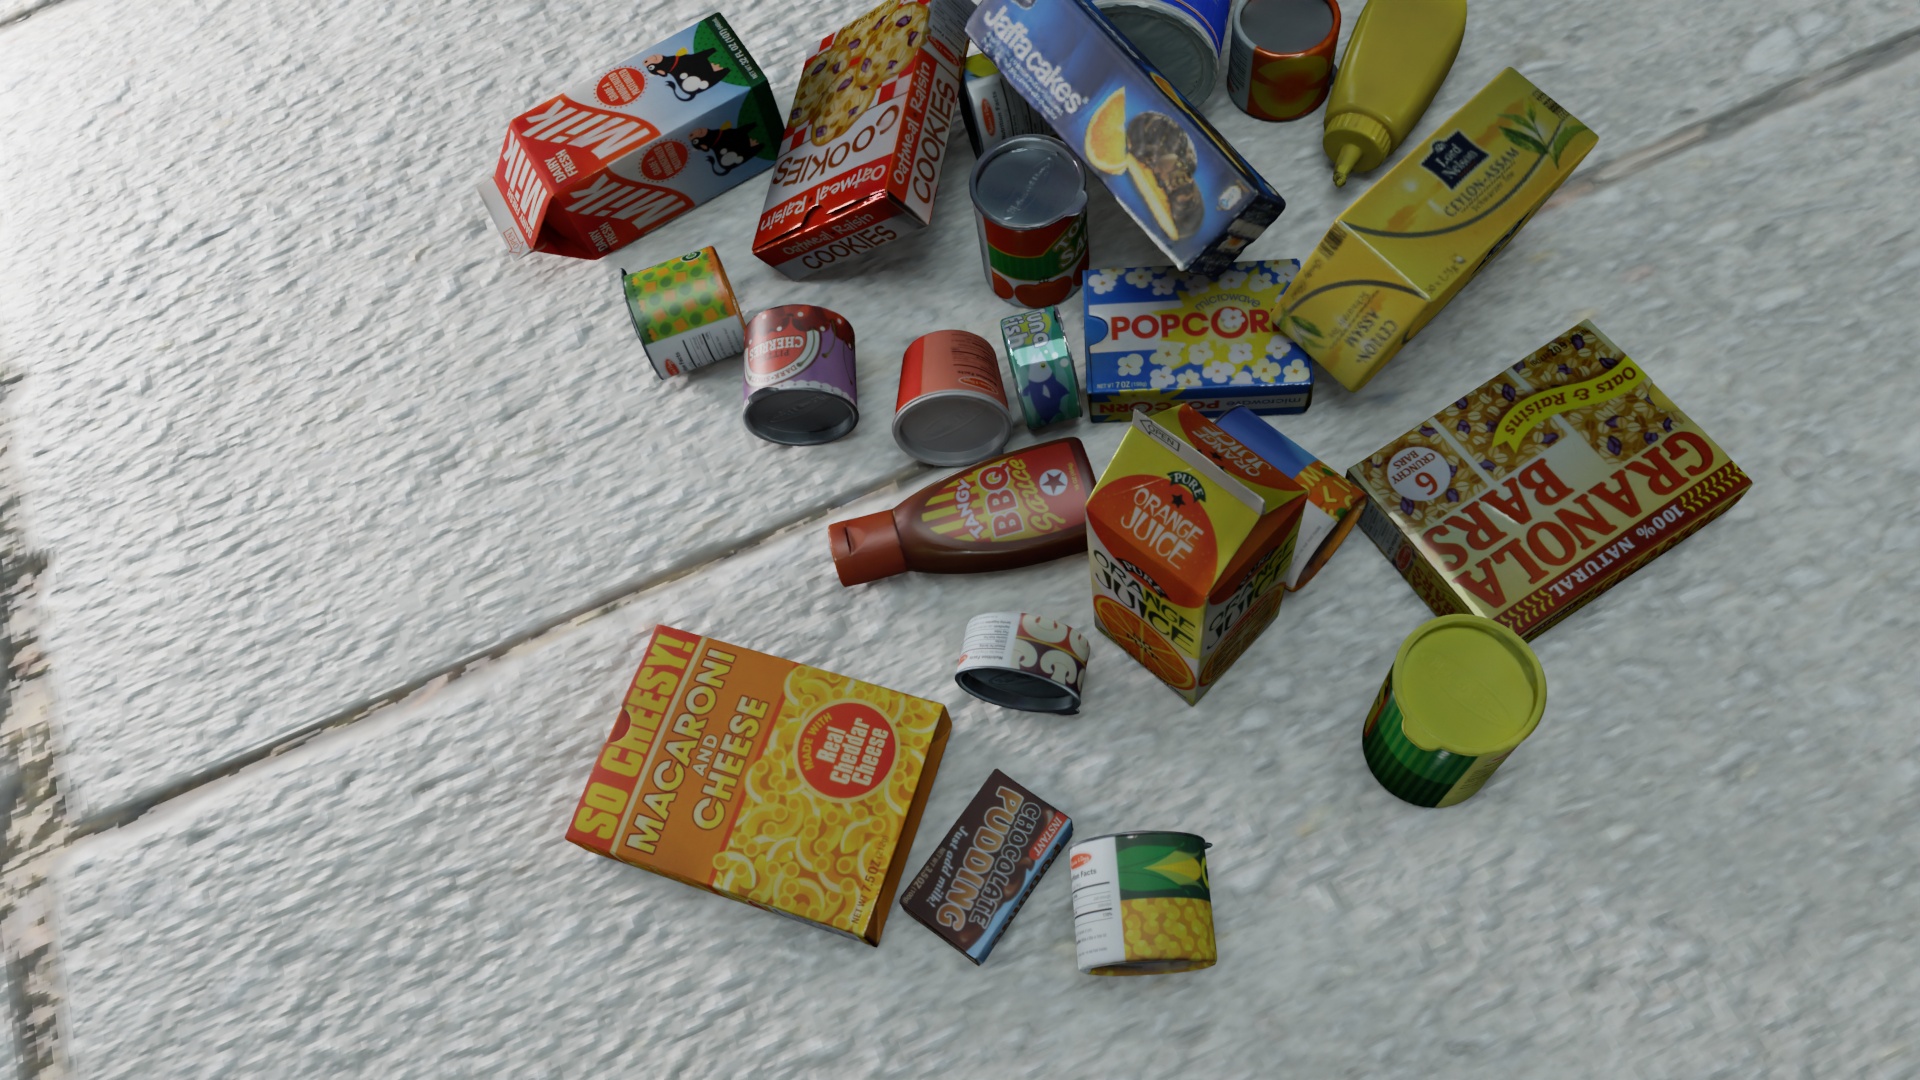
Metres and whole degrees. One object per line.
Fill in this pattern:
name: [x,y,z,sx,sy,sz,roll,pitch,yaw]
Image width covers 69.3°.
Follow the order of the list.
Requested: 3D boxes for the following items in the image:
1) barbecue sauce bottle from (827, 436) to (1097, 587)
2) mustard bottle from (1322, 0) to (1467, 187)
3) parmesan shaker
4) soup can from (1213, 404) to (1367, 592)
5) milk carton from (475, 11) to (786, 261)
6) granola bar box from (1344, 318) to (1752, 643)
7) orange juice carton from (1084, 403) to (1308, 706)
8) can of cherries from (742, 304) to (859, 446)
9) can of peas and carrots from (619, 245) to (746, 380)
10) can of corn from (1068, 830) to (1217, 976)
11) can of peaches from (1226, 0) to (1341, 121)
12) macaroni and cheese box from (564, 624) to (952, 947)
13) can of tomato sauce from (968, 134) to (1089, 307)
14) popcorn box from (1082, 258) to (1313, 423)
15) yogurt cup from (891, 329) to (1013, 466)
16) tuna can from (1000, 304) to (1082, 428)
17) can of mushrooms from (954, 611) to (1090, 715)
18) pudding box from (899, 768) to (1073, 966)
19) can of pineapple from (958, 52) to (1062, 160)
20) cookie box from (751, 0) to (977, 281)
barbecue sauce bottle: [0.003,-0.010,0.767,0.148,0.043,0.065,-15,66,1]
mustard bottle: [0.258,-0.277,0.854,0.065,0.048,0.161,25,71,14]
parmesan shaker: [0.230,0.086,0.663,0.071,0.102,0.071,-3,65,6]
soup can: [0.165,-0.023,0.743,0.084,0.071,0.071,39,76,20]
milk carton: [-0.212,-0.247,0.885,0.191,0.073,0.072,-30,66,-6]
granola bar box: [0.308,-0.027,0.740,0.166,0.039,0.124,-32,66,-7]
orange juice carton: [0.111,0.004,0.666,0.072,0.192,0.073,40,75,22]
can of cherries: [-0.094,-0.096,0.803,0.071,0.071,0.058,-6,65,5]
can of peas and carrots: [-0.165,-0.139,0.833,0.059,0.070,0.071,-20,65,-3]
can of corn: [0.089,0.174,0.662,0.071,0.071,0.058,-5,66,5]
can of peaches: [0.204,-0.308,0.870,0.071,0.058,0.071,-3,65,6]
macaroni and cheese box: [-0.103,0.123,0.721,0.166,0.040,0.124,14,67,13]
can of tomato sauce: [0.044,-0.186,0.820,0.071,0.082,0.071,-3,66,6]
popcorn box: [0.135,-0.115,0.802,0.127,0.038,0.085,-2,67,6]
yogurt cup: [-0.005,-0.083,0.792,0.072,0.072,0.054,-6,57,5]
tuna can: [0.045,-0.100,0.788,0.033,0.071,0.071,-15,65,2]
can of mushrooms: [0.034,0.064,0.719,0.071,0.070,0.033,8,67,11]
pudding box: [0.014,0.163,0.694,0.050,0.030,0.084,33,74,18]
can of pineapple: [0.031,-0.277,0.874,0.058,0.070,0.071,-16,65,-1]
cookie box: [-0.060,-0.252,0.853,0.122,0.040,0.168,-12,58,43]
